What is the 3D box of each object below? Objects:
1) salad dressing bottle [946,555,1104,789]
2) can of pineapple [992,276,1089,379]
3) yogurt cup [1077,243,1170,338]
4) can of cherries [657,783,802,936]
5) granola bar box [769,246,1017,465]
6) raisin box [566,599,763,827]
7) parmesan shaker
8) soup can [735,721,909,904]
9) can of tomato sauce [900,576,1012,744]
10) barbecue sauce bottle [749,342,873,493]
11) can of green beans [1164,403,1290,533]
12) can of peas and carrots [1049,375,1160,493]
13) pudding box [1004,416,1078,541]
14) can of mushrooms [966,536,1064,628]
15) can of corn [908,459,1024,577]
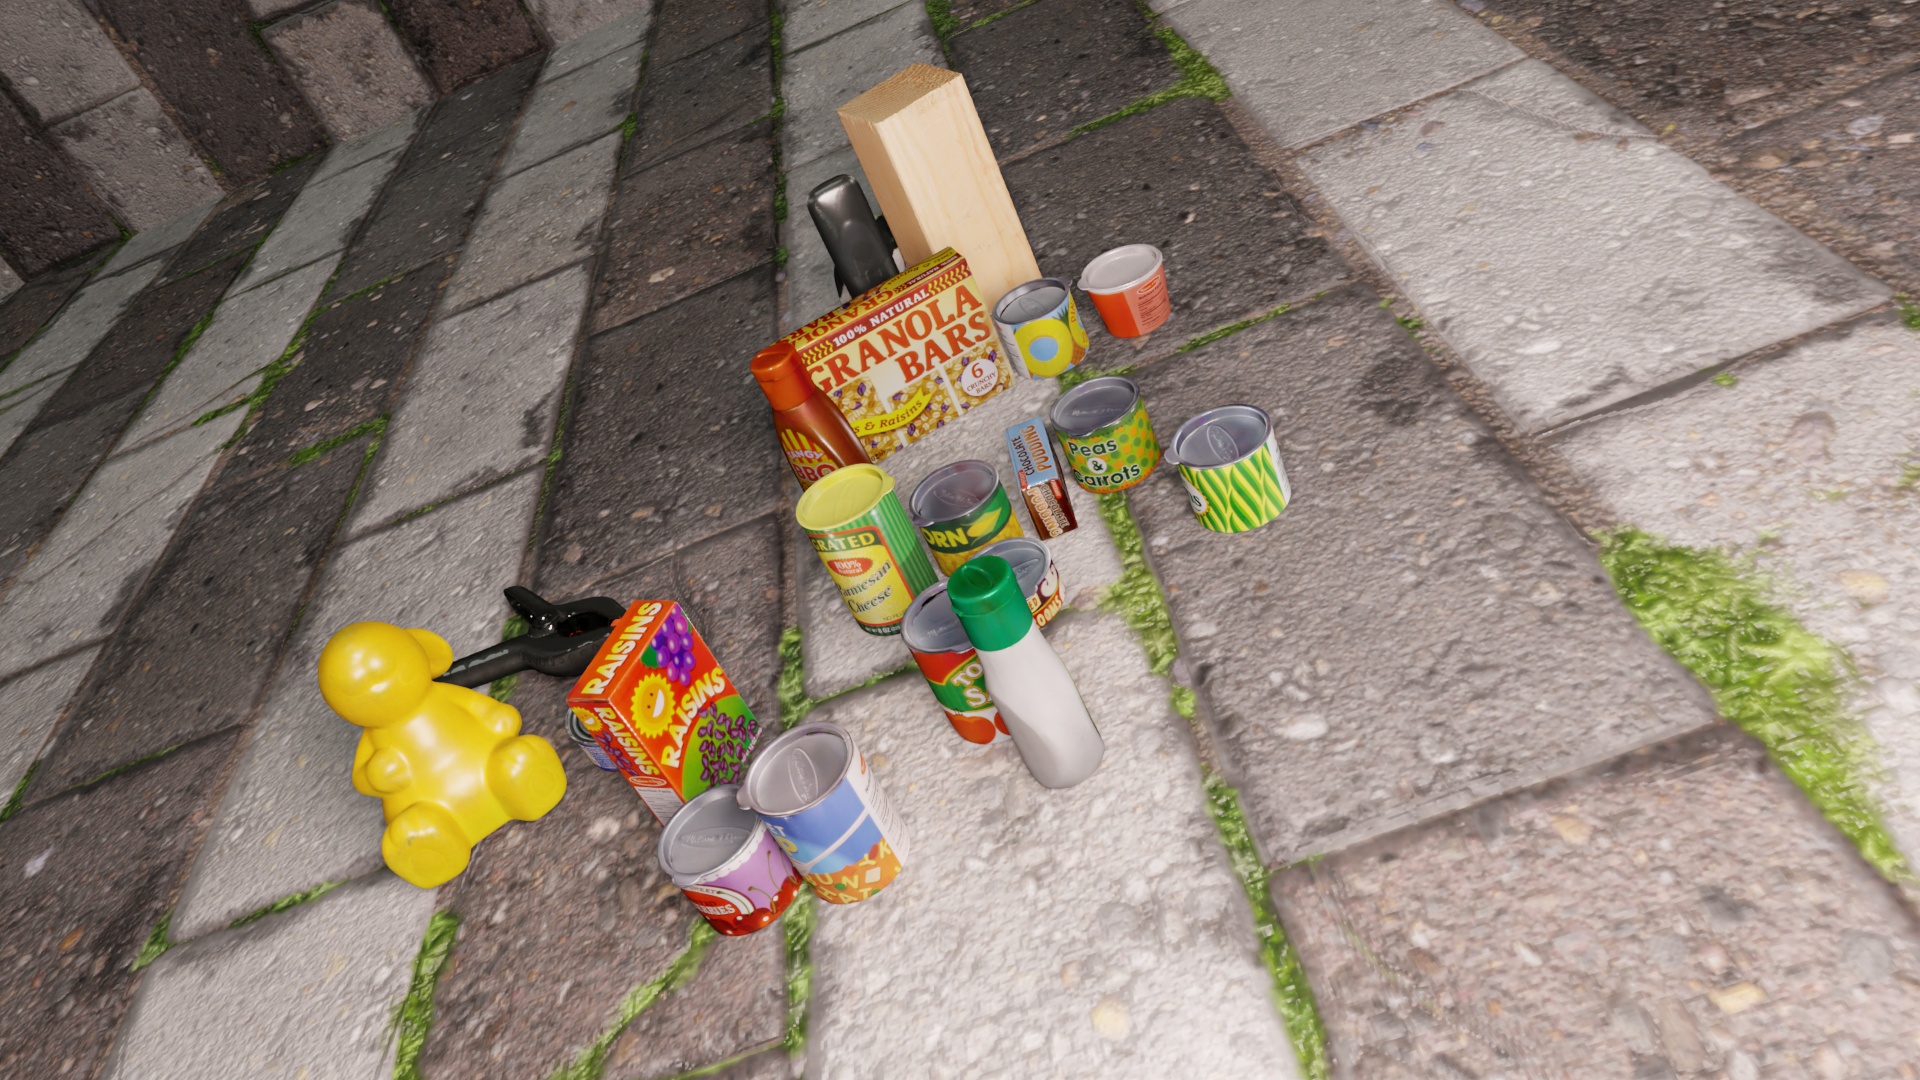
[{"bbox_3d":[0.035,0.073,0.763,0.044,0.147,0.064,-36,36,-14],"label":"salad dressing bottle"},{"bbox_3d":[0.069,-0.175,1.142,0.071,0.057,0.071,-17,36,13],"label":"can of pineapple"},{"bbox_3d":[0.139,-0.203,1.138,0.072,0.053,0.073,-17,36,13],"label":"yogurt cup"},{"bbox_3d":[-0.133,0.186,0.800,0.071,0.058,0.072,-17,36,13],"label":"can of cherries"},{"bbox_3d":[-0.050,-0.142,1.115,0.166,0.123,0.039,-30,35,-7],"label":"granola bar box"},{"bbox_3d":[-0.183,0.110,0.873,0.040,0.123,0.086,-2,41,30],"label":"raisin box"},{"bbox_3d":[-0.058,0.007,0.945,0.071,0.102,0.072,-17,36,13],"label":"parmesan shaker"},{"bbox_3d":[-0.076,0.155,0.782,0.071,0.083,0.072,-17,36,13],"label":"soup can"},{"bbox_3d":[0.011,0.073,0.835,0.071,0.082,0.071,-17,36,13],"label":"can of tomato sauce"},{"bbox_3d":[-0.111,-0.080,1.052,0.065,0.148,0.044,3,44,35],"label":"barbecue sauce bottle"},{"bbox_3d":[0.177,-0.047,0.908,0.071,0.057,0.071,-17,36,13],"label":"can of green beans"},{"bbox_3d":[0.103,-0.074,0.989,0.071,0.058,0.071,-17,36,13],"label":"can of peas and carrots"},{"bbox_3d":[0.057,-0.045,0.988,0.030,0.049,0.084,-21,35,8],"label":"pudding box"},{"bbox_3d":[0.034,0.033,0.916,0.071,0.033,0.071,-17,36,13],"label":"can of mushrooms"},{"bbox_3d":[0.003,-0.012,0.971,0.071,0.058,0.071,-17,36,13],"label":"can of corn"}]
